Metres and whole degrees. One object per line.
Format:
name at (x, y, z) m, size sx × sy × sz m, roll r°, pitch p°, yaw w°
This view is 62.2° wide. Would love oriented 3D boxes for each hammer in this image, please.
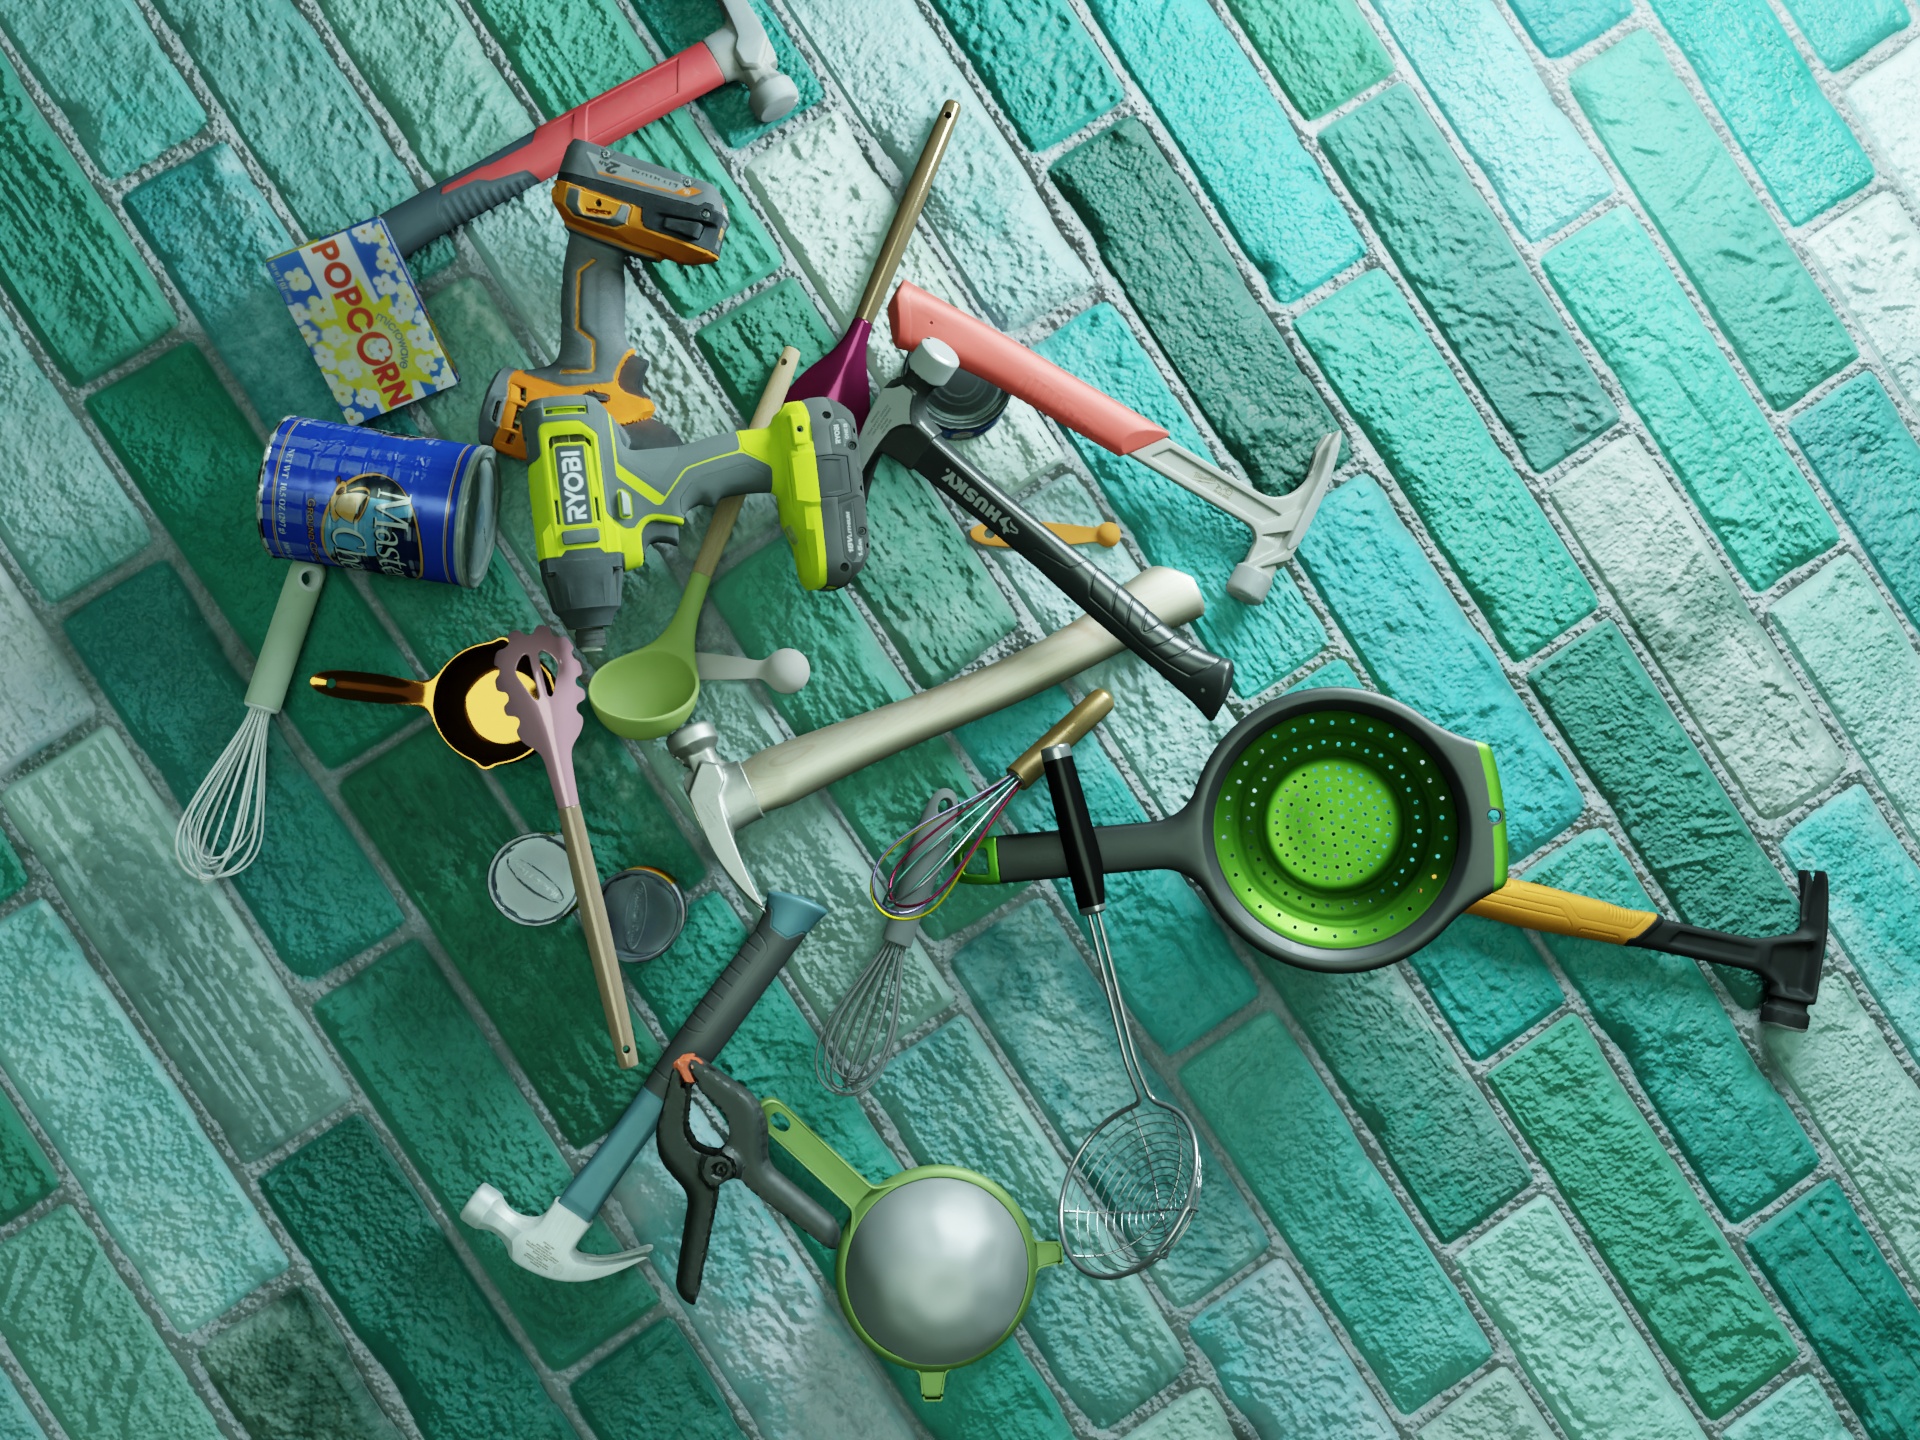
hammer at (0.506, 0.149, 1.231) m, size 0.337 × 0.034 × 0.127 m, roll 11°, pitch 87°, yaw -5°
hammer at (-0.321, -0.433, 1.182) m, size 0.386 × 0.038 × 0.143 m, roll -31°, pitch 89°, yaw -6°
hammer at (-0.002, -0.004, 1.181) m, size 0.410 × 0.038 × 0.146 m, roll -24°, pitch 78°, yaw -8°
hammer at (-0.212, 0.261, 1.159) m, size 0.128 × 0.033 × 0.331 m, roll 37°, pitch 84°, yaw -2°
hammer at (0.110, -0.232, 1.188) m, size 0.359 × 0.037 × 0.149 m, roll 28°, pitch 85°, yaw -13°
hammer at (0.062, -0.116, 1.154) m, size 0.335 × 0.035 × 0.146 m, roll 40°, pitch 121°, yaw 2°

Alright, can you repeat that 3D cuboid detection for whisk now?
whisk at (0.028, 0.060, 1.168) m, size 0.047 × 0.051 × 0.245 m, roll 36°, pitch 66°, yaw 30°
whisk at (-0.505, -0.002, 1.143) m, size 0.057 × 0.059 × 0.246 m, roll 22°, pitch 80°, yaw -41°
whisk at (-0.050, 0.162, 1.176) m, size 0.055 × 0.055 × 0.239 m, roll 20°, pitch 81°, yaw -4°

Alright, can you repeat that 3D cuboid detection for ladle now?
ladle at (-0.184, -0.135, 1.166) m, size 0.078 × 0.062 × 0.320 m, roll 18°, pitch 81°, yaw 15°

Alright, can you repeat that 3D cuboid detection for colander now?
colander at (0.195, 0.087, 1.189) m, size 0.397 × 0.094 × 0.204 m, roll -6°, pitch 88°, yaw 12°

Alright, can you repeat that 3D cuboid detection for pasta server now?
pasta server at (-0.267, 0.087, 1.109) m, size 0.060 × 0.040 × 0.316 m, roll -13°, pitch 89°, yaw -13°

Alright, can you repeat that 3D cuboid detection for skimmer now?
skimmer at (0.088, 0.197, 1.116) m, size 0.090 × 0.127 × 0.363 m, roll -8°, pitch 82°, yaw -42°

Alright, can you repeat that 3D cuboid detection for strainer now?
strainer at (-0.053, 0.368, 1.150) m, size 0.256 × 0.069 × 0.151 m, roll 44°, pitch 84°, yaw -3°

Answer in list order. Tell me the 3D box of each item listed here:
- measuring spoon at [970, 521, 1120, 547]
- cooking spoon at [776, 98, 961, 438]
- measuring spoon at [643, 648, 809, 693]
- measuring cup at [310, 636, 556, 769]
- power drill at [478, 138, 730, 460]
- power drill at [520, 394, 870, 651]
measuring spoon at (0.066, -0.143, 1.216) m, size 0.117 × 0.011 × 0.021 m, roll 0°, pitch 87°, yaw -5°
cooking spoon at (-0.065, -0.327, 1.210) m, size 0.068 × 0.017 × 0.319 m, roll 22°, pitch 86°, yaw -4°
measuring spoon at (-0.175, -0.040, 1.185) m, size 0.124 × 0.018 × 0.034 m, roll 3°, pitch 87°, yaw -4°
measuring cup at (-0.375, -0.016, 1.150) m, size 0.173 × 0.052 × 0.095 m, roll 7°, pitch 87°, yaw -3°
power drill at (-0.240, -0.282, 1.150) m, size 0.164 × 0.084 × 0.226 m, roll 18°, pitch 99°, yaw -5°
power drill at (-0.183, -0.142, 1.109) m, size 0.223 × 0.080 × 0.171 m, roll -7°, pitch 92°, yaw -15°
